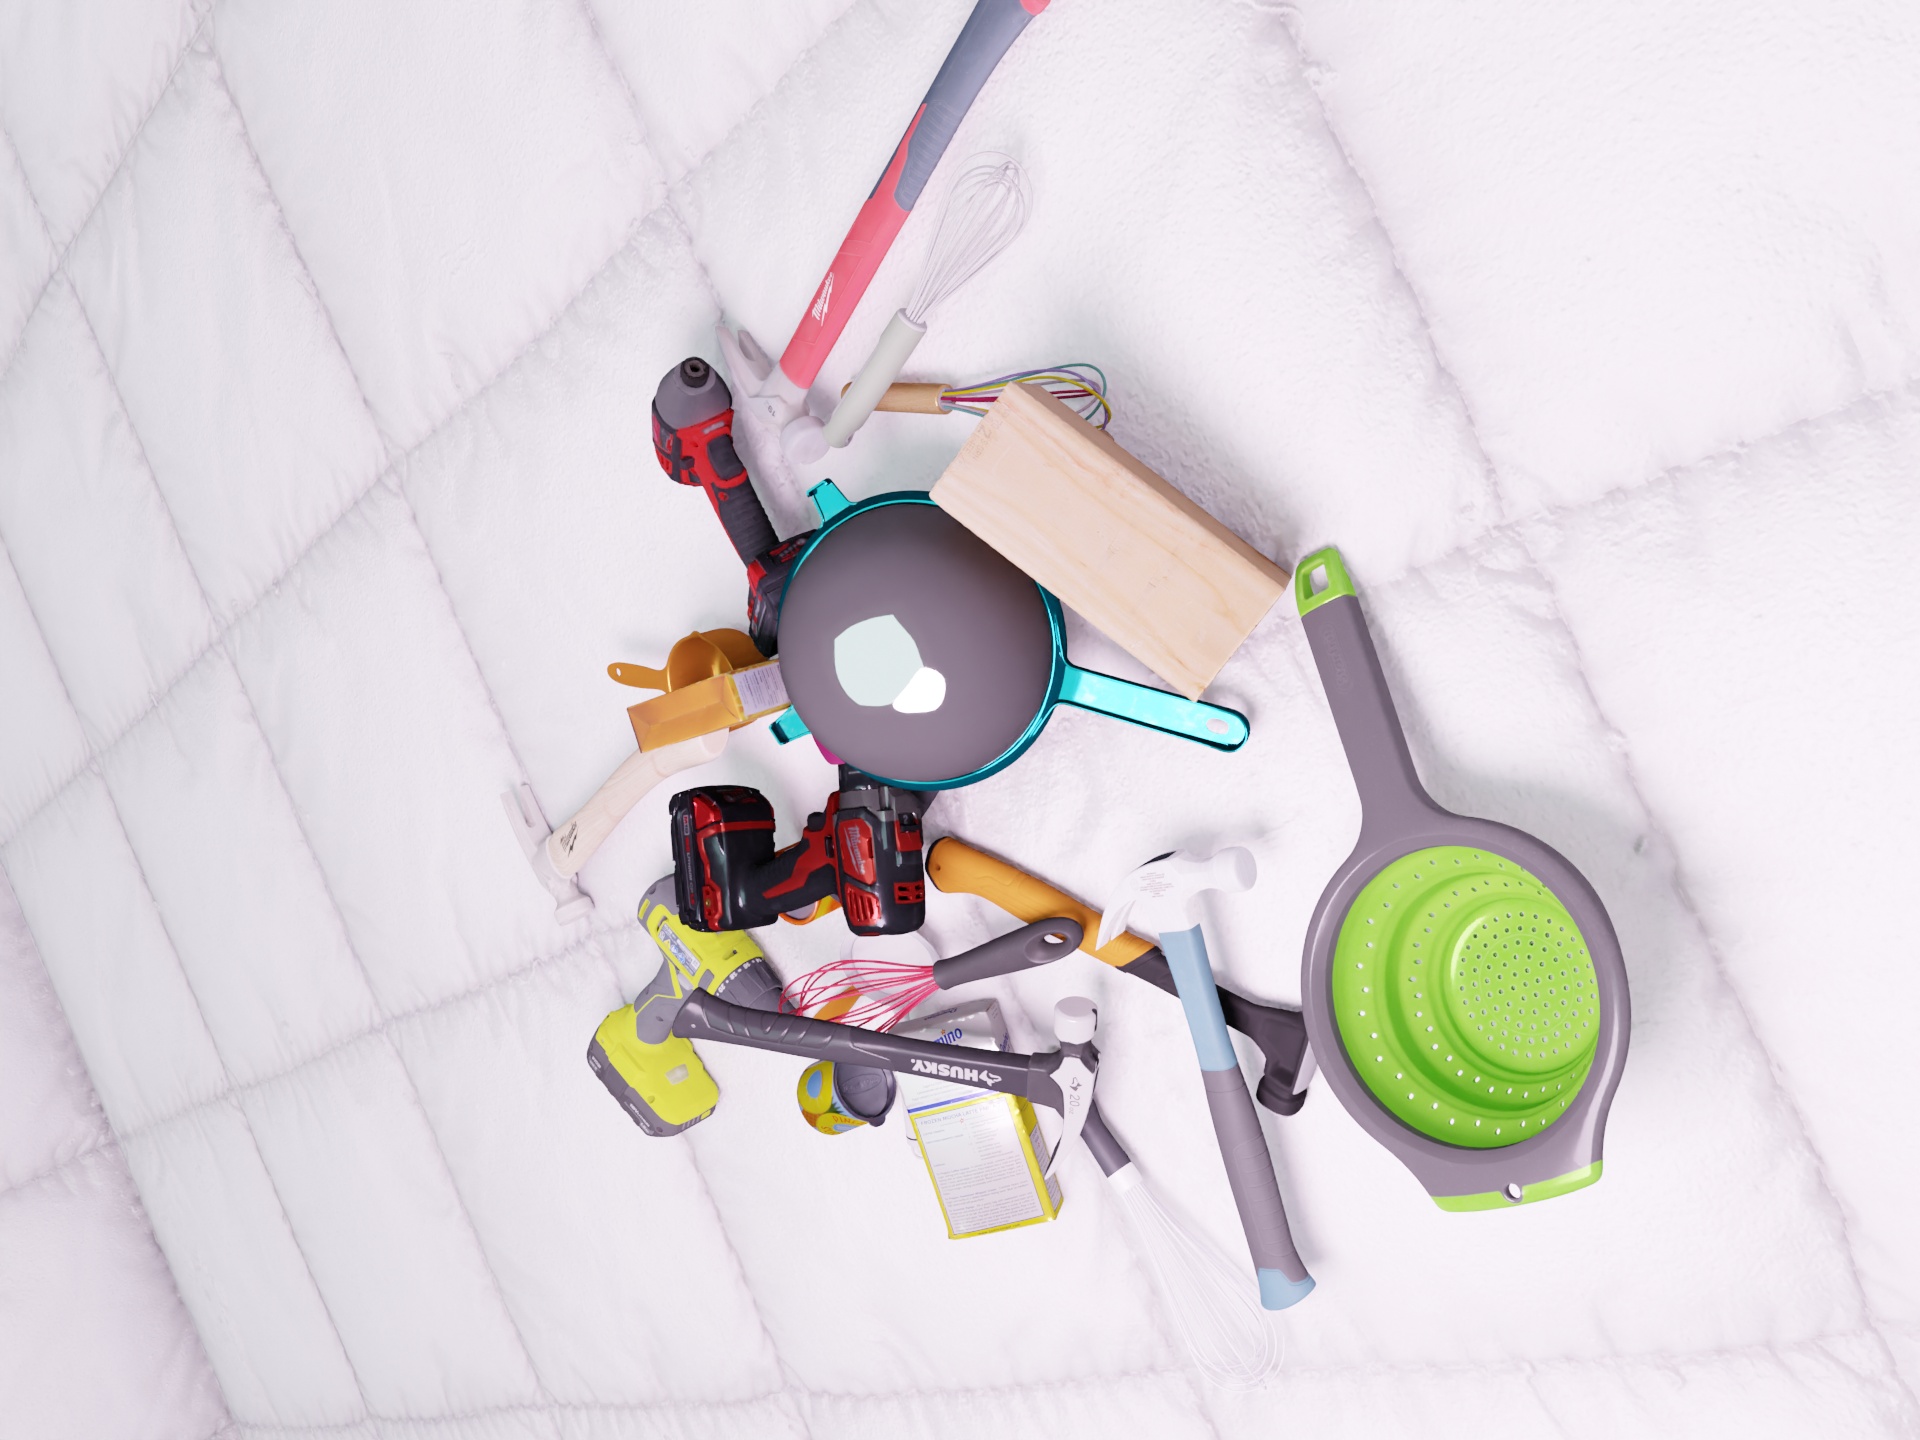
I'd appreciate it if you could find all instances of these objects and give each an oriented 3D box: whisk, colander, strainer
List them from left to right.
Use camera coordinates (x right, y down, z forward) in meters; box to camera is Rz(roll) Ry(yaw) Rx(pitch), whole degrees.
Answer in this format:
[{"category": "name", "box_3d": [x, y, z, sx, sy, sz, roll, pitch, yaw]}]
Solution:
[{"category": "strainer", "box_3d": [-0.047, 0.255, 1.314, 0.087, 0.050, 0.258, 1, 112, 17]}, {"category": "whisk", "box_3d": [-0.030, -0.283, 1.096, 0.059, 0.058, 0.246, 38, 122, -2]}, {"category": "whisk", "box_3d": [-0.029, 0.199, 1.214, 0.296, 0.073, 0.073, -23, 89, 32]}, {"category": "whisk", "box_3d": [0.005, -0.227, 1.109, 0.245, 0.047, 0.051, 12, 95, 41]}, {"category": "strainer", "box_3d": [0.018, -0.027, 1.045, 0.340, 0.095, 0.211, 16, 108, 15]}, {"category": "whisk", "box_3d": [0.142, 0.371, 1.189, 0.285, 0.070, 0.070, 55, 131, 19]}, {"category": "colander", "box_3d": [0.291, 0.082, 0.956, 0.204, 0.094, 0.397, -30, 67, 42]}]

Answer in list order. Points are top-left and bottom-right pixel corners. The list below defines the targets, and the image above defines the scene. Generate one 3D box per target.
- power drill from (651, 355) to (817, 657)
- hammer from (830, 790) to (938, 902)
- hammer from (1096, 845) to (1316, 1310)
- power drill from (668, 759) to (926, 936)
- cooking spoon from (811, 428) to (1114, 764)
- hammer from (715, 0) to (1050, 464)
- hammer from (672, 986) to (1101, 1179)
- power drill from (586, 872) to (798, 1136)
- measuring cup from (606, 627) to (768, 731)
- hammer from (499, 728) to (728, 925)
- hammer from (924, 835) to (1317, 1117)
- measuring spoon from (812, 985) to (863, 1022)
[{"category": "power drill", "box_3d": [-0.167, -0.171, 1.220, 0.220, 0.078, 0.143, 58, 161, 11]}, {"category": "hammer", "box_3d": [-0.002, -0.004, 1.175, 0.149, 0.036, 0.408, 47, 124, 20]}, {"category": "hammer", "box_3d": [0.181, 0.247, 1.082, 0.128, 0.033, 0.331, -11, 99, 42]}, {"category": "power drill", "box_3d": [-0.123, 0.075, 1.224, 0.227, 0.080, 0.188, -10, 83, 40]}, {"category": "cooking spoon", "box_3d": [-0.005, -0.083, 1.104, 0.319, 0.017, 0.069, -46, 60, 24]}, {"category": "hammer", "box_3d": [-0.057, -0.368, 1.110, 0.386, 0.038, 0.143, -53, 56, 35]}, {"category": "hammer", "box_3d": [-0.061, 0.253, 1.201, 0.335, 0.035, 0.146, 7, 115, 15]}, {"category": "power drill", "box_3d": [-0.245, 0.276, 1.463, 0.191, 0.080, 0.228, 44, 125, 20]}, {"category": "measuring cup", "box_3d": [-0.231, -0.039, 1.362, 0.174, 0.052, 0.095, 9, 110, 40]}, {"category": "hammer", "box_3d": [-0.314, 0.061, 1.435, 0.410, 0.038, 0.146, -36, 79, 50]}, {"category": "hammer", "box_3d": [0.110, 0.156, 1.153, 0.337, 0.034, 0.127, 24, 119, 32]}, {"category": "measuring spoon", "box_3d": [-0.104, 0.249, 1.382, 0.021, 0.011, 0.117, 54, 134, 13]}]
